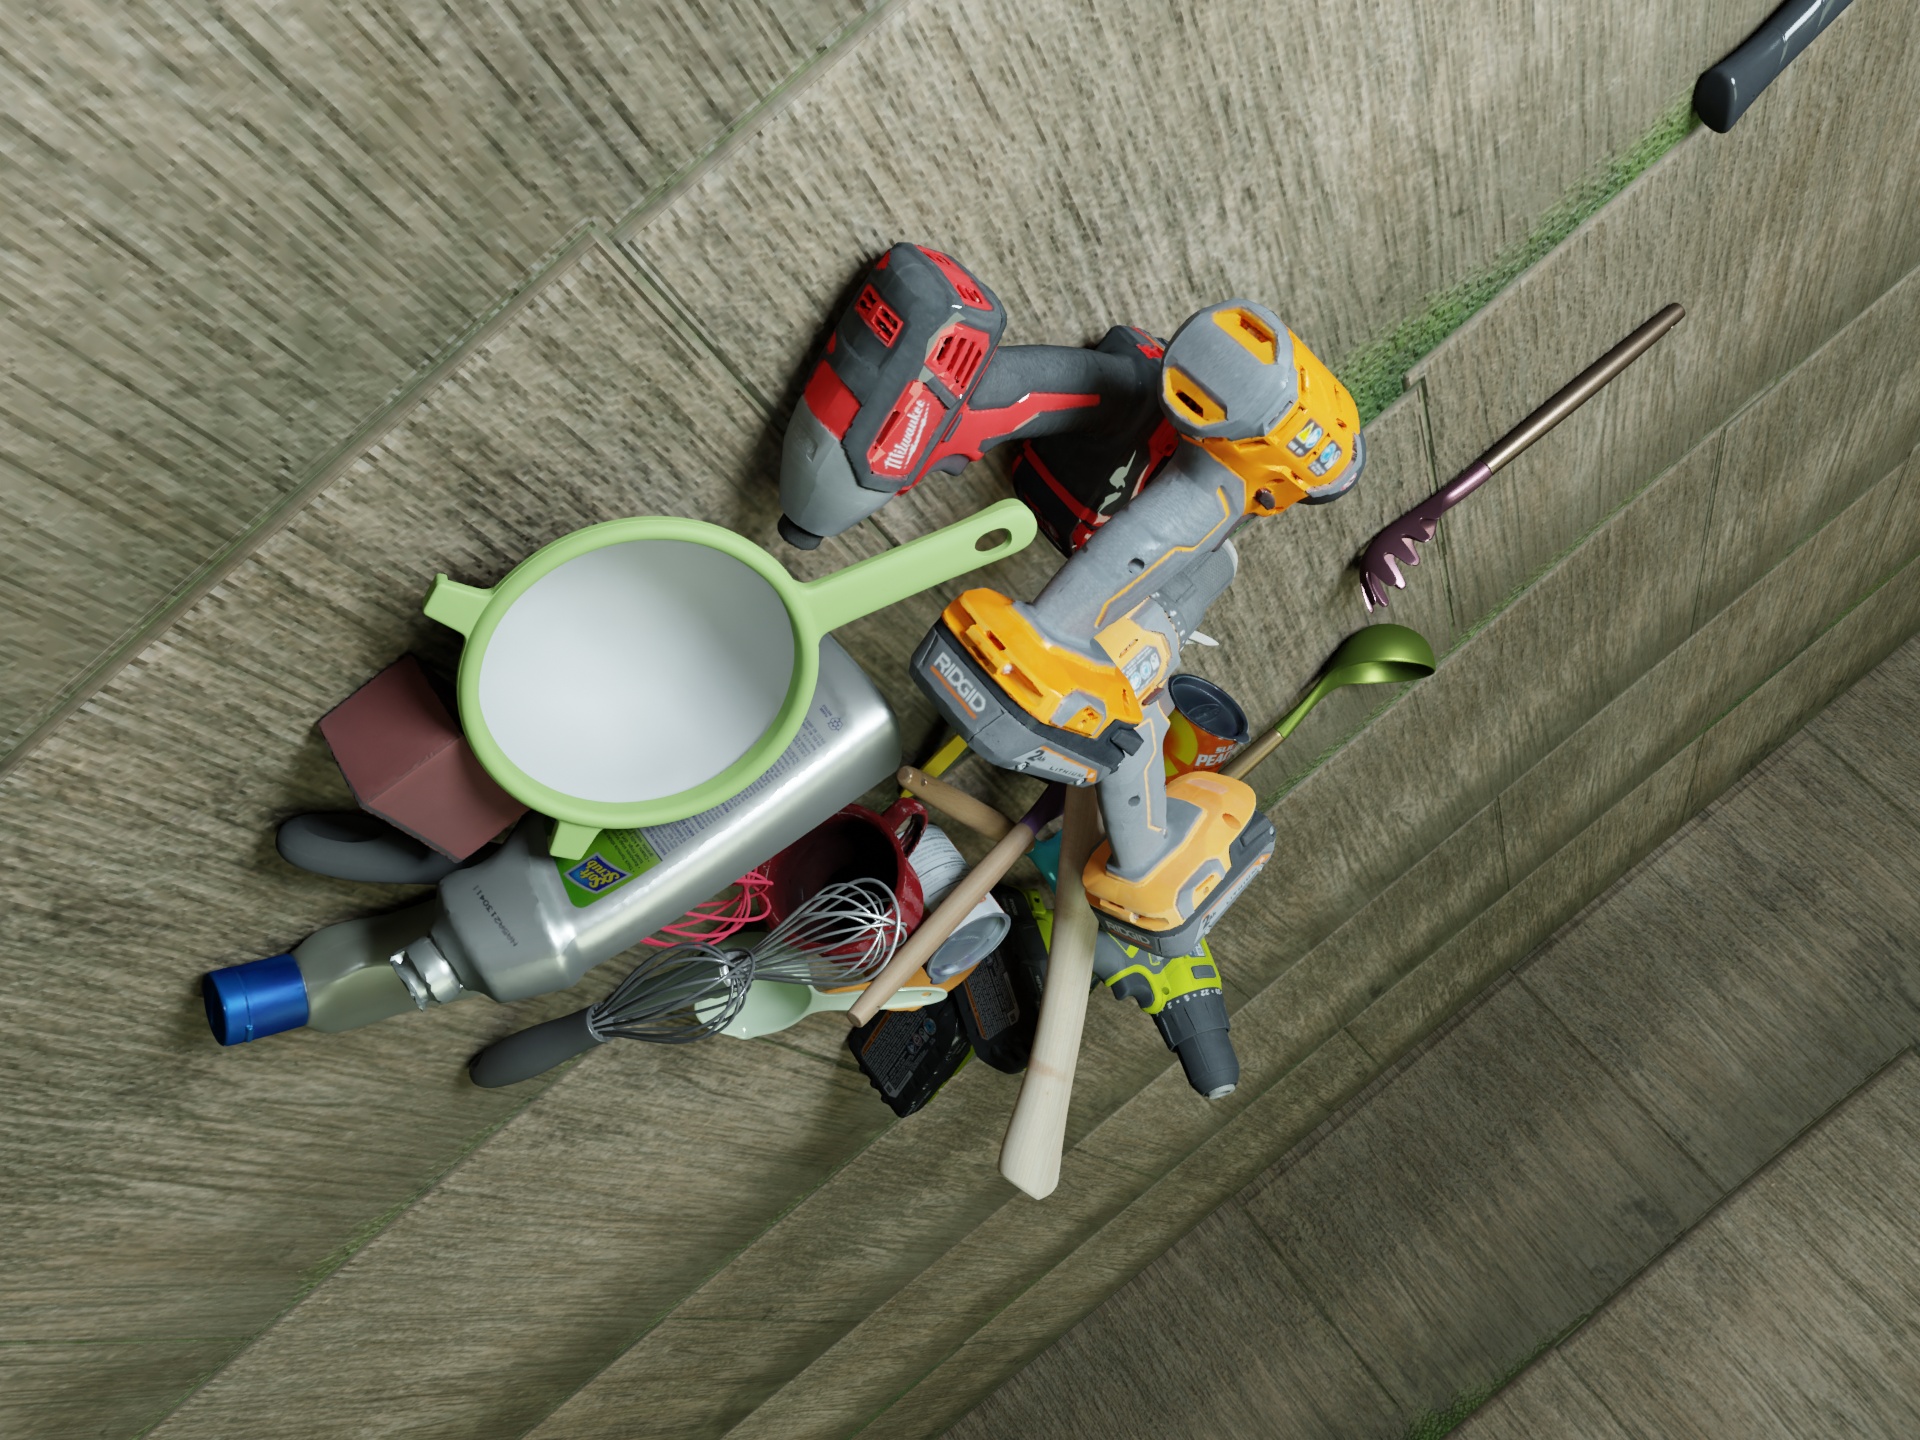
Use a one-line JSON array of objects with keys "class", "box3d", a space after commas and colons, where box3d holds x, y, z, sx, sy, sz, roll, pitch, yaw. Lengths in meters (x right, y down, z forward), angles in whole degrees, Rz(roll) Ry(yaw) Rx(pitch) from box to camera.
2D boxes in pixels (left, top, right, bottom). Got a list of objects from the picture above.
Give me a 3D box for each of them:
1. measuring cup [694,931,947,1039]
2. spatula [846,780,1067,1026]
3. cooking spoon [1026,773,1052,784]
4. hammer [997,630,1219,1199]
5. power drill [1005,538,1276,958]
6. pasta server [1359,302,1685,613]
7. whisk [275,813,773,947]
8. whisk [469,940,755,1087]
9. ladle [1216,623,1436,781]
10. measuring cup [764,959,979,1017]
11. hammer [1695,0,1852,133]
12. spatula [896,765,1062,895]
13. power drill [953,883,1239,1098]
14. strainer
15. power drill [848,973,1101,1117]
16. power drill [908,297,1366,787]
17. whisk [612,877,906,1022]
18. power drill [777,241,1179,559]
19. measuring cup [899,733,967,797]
[{"class": "measuring cup", "box3d": [-0.091, 0.169, 1.038, 0.167, 0.038, 0.083, 2, 136, -19]}, {"class": "spatula", "box3d": [0.028, 0.089, 1.032, 0.316, 0.018, 0.059, -44, 148, -37]}, {"class": "cooking spoon", "box3d": [0.090, 0.049, 1.155, 0.068, 0.017, 0.318, -35, 154, 16]}, {"class": "hammer", "box3d": [0.084, 0.132, 1.065, 0.146, 0.038, 0.410, -9, 113, -42]}, {"class": "power drill", "box3d": [0.124, 0.010, 0.970, 0.185, 0.084, 0.226, -44, 130, -25]}, {"class": "pasta server", "box3d": [0.406, -0.194, 1.153, 0.316, 0.040, 0.060, -39, 164, -1]}, {"class": "whisk", "box3d": [-0.207, 0.077, 0.806, 0.073, 0.073, 0.295, -49, 145, 19]}, {"class": "whisk", "box3d": [-0.200, 0.171, 0.885, 0.239, 0.055, 0.055, -25, 162, 34]}, {"class": "ladle", "box3d": [0.245, 0.036, 1.284, 0.320, 0.062, 0.078, -43, 153, 13]}, {"class": "measuring cup", "box3d": [-0.067, 0.167, 1.114, 0.173, 0.052, 0.095, -10, 141, -31]}, {"class": "hammer", "box3d": [0.585, -0.509, 0.906, 0.409, 0.036, 0.149, -47, 152, 17]}, {"class": "spatula", "box3d": [0.044, 0.077, 1.090, 0.317, 0.044, 0.082, 32, 64, -58]}, {"class": "power drill", "box3d": [0.110, 0.203, 1.214, 0.228, 0.191, 0.080, 4, 146, -39]}, {"class": "strainer", "box3d": [-0.094, -0.052, 0.692, 0.256, 0.069, 0.151, -23, 129, -9]}, {"class": "power drill", "box3d": [0.025, 0.238, 1.299, 0.223, 0.080, 0.171, -11, 142, -46]}, {"class": "power drill", "box3d": [0.098, -0.075, 0.751, 0.226, 0.084, 0.164, -49, 150, 15]}, {"class": "whisk", "box3d": [-0.124, 0.143, 0.921, 0.246, 0.059, 0.057, -23, 150, 37]}, {"class": "power drill", "box3d": [0.016, -0.132, 0.745, 0.219, 0.079, 0.143, 1, 132, -47]}, {"class": "measuring cup", "box3d": [-0.002, -0.003, 0.975, 0.062, 0.029, 0.156, -9, 152, -42]}]
